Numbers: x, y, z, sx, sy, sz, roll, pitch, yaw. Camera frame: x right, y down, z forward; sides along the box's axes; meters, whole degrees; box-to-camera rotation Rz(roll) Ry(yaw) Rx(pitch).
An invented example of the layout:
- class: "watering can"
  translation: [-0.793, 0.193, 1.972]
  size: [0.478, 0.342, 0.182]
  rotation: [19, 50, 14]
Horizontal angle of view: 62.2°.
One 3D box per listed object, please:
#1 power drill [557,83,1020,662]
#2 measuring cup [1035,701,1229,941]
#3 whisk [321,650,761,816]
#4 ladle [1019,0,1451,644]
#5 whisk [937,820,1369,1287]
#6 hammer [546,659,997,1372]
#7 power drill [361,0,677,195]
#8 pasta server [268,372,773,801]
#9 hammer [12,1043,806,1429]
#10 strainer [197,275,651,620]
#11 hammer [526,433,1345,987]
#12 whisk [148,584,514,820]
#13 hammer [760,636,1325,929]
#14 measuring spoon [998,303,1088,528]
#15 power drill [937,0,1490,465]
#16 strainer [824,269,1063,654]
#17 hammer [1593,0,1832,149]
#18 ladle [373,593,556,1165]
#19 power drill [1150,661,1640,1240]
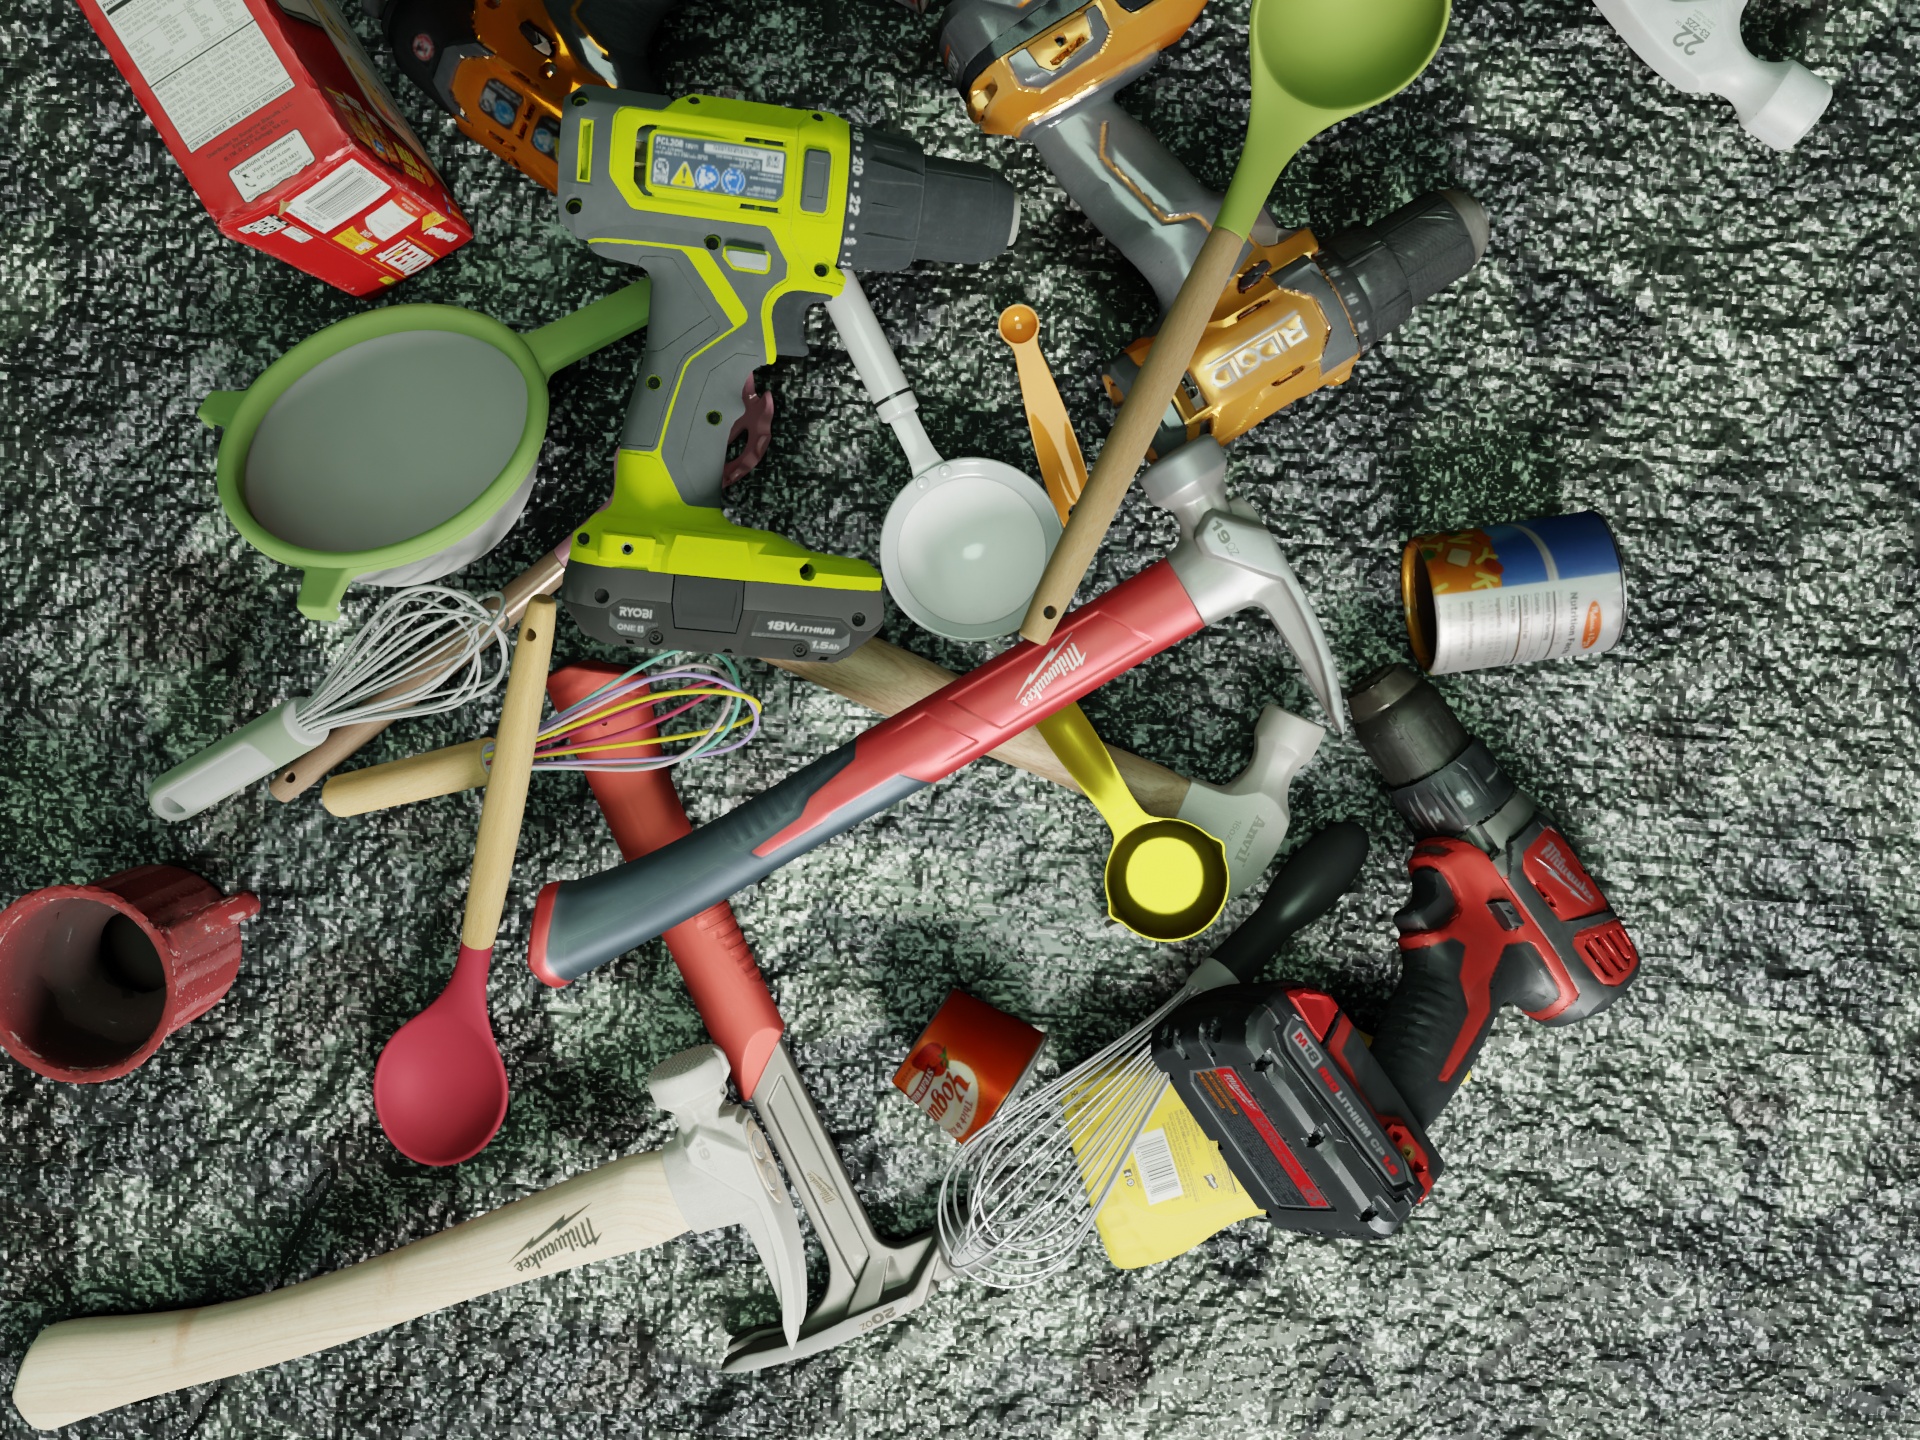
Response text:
- class: "power drill"
  translation: [-0.078, -0.144, 0.680]
  size: [0.190, 0.080, 0.228]
  rotation: [5, 98, -11]
- class: "measuring cup"
  translation: [0.068, 0.032, 0.743]
  size: [0.062, 0.029, 0.156]
  rotation: [-34, 82, 4]
- class: "whisk"
  translation: [-0.200, 0.012, 0.733]
  size: [0.245, 0.047, 0.051]
  rotation: [-12, 97, 23]
- class: "ladle"
  translation: [0.102, -0.175, 0.650]
  size: [0.078, 0.062, 0.320]
  rotation: [25, 93, -15]
- class: "whisk"
  translation: [0.096, 0.146, 0.735]
  size: [0.284, 0.070, 0.070]
  rotation: [-43, 94, -17]
- class: "hammer"
  translation: [-0.121, 0.139, 0.781]
  size: [0.149, 0.037, 0.359]
  rotation: [-24, 96, 4]
- class: "power drill"
  translation: [-0.158, -0.344, 0.681]
  size: [0.164, 0.084, 0.226]
  rotation: [33, 118, -3]
- class: "pasta server"
  translation: [-0.213, -0.061, 0.760]
  size: [0.316, 0.040, 0.060]
  rotation: [-38, 82, 6]
- class: "hammer"
  translation: [-0.277, 0.288, 0.782]
  size: [0.410, 0.038, 0.146]
  rotation: [-20, 97, 9]
- class: "strainer"
  translation: [-0.210, -0.141, 0.742]
  size: [0.256, 0.069, 0.152]
  rotation: [-31, 61, -13]
- class: "hammer"
  translation: [-0.022, 0.031, 0.718]
  size: [0.386, 0.038, 0.143]
  rotation: [-30, 94, 8]
- class: "whisk"
  translation: [-0.295, -0.002, 0.728]
  size: [0.246, 0.059, 0.057]
  rotation: [-24, 125, 28]
- class: "hammer"
  translation: [-0.001, -0.002, 0.765]
  size: [0.331, 0.031, 0.130]
  rotation: [23, 96, -1]
- class: "measuring spoon"
  translation: [0.042, -0.141, 0.760]
  size: [0.021, 0.011, 0.117]
  rotation: [-18, 99, 4]
- class: "power drill"
  translation: [0.115, -0.249, 0.713]
  size: [0.185, 0.084, 0.226]
  rotation: [-31, 99, 2]
- class: "strainer"
  translation: [-0.025, -0.139, 0.739]
  size: [0.087, 0.050, 0.258]
  rotation: [-27, 96, -4]
- class: "hammer"
  translation: [0.427, -0.466, 0.701]
  size: [0.144, 0.035, 0.405]
  rotation: [33, 96, -3]
- class: "ladle"
  translation: [-0.221, 0.081, 0.735]
  size: [0.069, 0.031, 0.315]
  rotation: [21, 117, 3]
- class: "power drill"
  translation: [0.190, 0.097, 0.711]
  size: [0.227, 0.080, 0.188]
  rotation: [-36, 92, -29]
